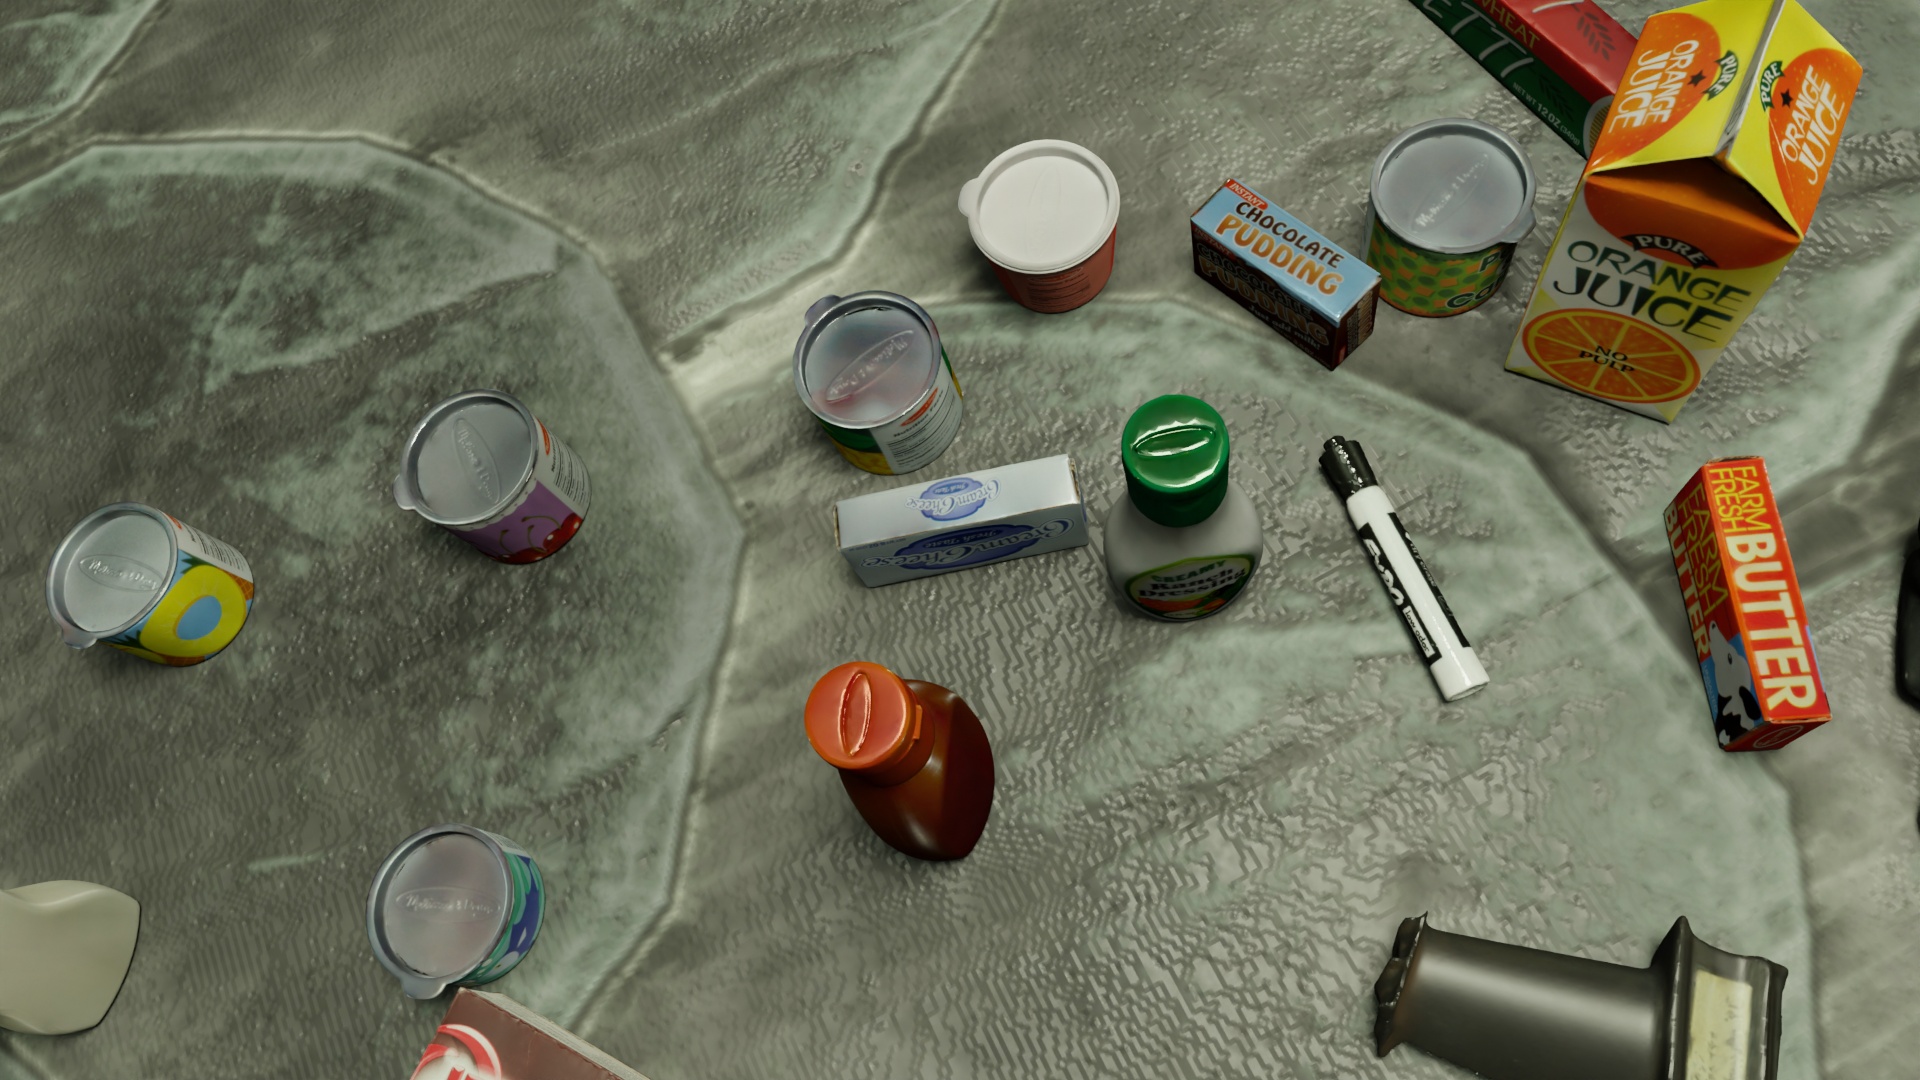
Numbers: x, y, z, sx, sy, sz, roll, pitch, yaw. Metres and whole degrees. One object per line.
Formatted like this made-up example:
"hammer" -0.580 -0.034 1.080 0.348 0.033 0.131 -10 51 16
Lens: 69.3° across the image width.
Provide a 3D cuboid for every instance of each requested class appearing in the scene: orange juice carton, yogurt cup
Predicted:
"orange juice carton" 0.266 -0.122 0.515 0.073 0.192 0.072 23 77 18
"yogurt cup" 0.041 -0.141 0.639 0.072 0.053 0.072 -3 70 10

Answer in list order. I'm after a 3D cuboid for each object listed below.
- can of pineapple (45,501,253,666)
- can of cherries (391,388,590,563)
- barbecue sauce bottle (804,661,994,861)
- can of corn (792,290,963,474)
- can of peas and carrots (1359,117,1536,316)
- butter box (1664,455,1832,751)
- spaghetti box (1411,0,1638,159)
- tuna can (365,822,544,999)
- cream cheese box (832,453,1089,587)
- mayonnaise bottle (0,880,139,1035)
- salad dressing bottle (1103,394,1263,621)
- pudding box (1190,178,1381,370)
"can of pineapple" -0.383 0.023 0.657 0.071 0.057 0.071 -3 70 10
"can of cherries" -0.216 -0.028 0.644 0.071 0.058 0.072 -3 70 10
"barbecue sauce bottle" -0.020 0.080 0.519 0.044 0.148 0.065 2 71 12
"can of corn" -0.037 -0.071 0.626 0.071 0.058 0.071 -3 70 10
"can of peas and carrots" 0.211 -0.138 0.602 0.071 0.058 0.071 -3 70 10
"butter box" 0.298 0.025 0.530 0.024 0.053 0.104 -6 69 9
"spaghetti box" 0.250 -0.247 0.640 0.029 0.050 0.250 -35 68 -3
"tuna can" -0.214 0.158 0.589 0.071 0.032 0.071 -3 70 10
"cream cheese box" 0.002 -0.007 0.598 0.104 0.053 0.024 -11 69 7
"mayonnaise bottle" -0.404 0.165 0.561 0.041 0.147 0.065 6 72 13
"salad dressing bottle" 0.084 -0.010 0.532 0.064 0.147 0.044 -11 69 7
"pudding box" 0.143 -0.118 0.613 0.084 0.049 0.030 41 83 21
